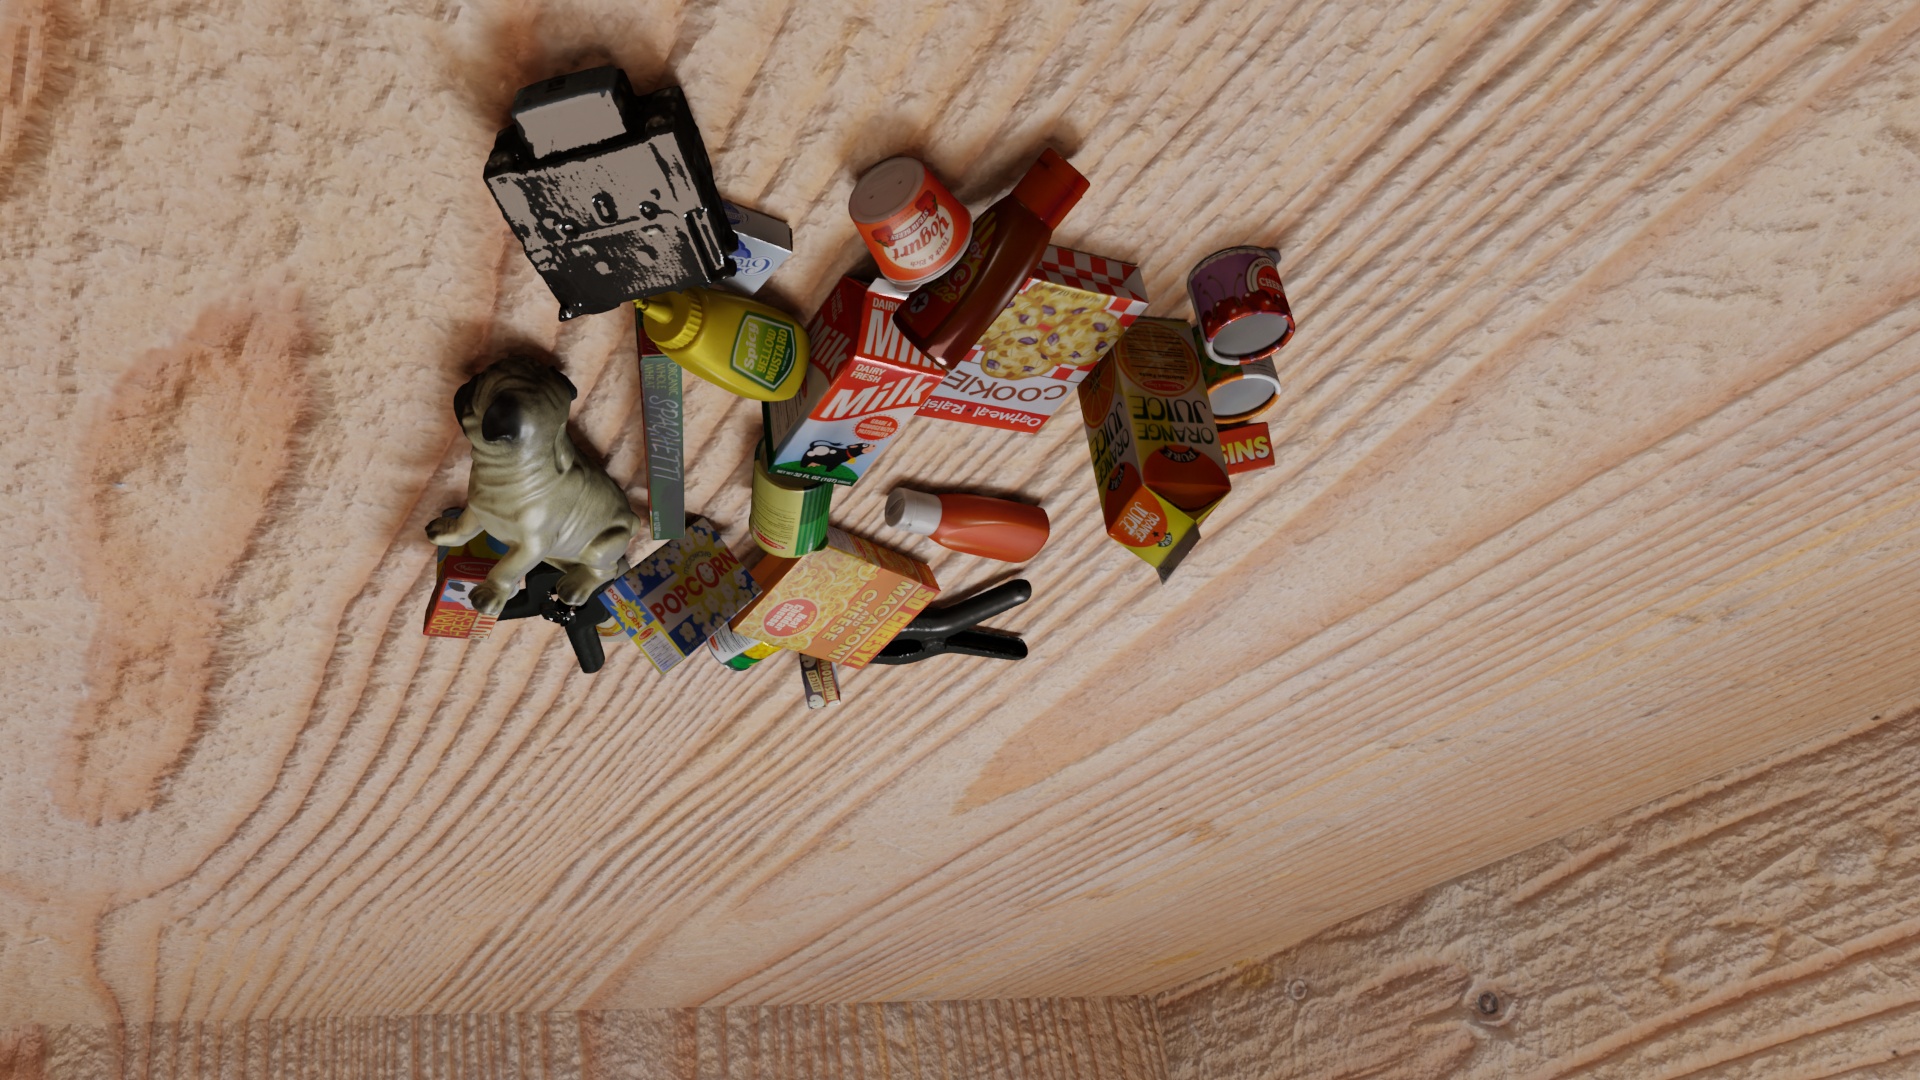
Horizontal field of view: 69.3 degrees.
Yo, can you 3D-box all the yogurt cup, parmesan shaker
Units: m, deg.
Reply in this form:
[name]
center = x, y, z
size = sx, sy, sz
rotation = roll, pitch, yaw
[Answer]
[yogurt cup]
center = -0.034, -0.201, 0.867
size = 0.072, 0.073, 0.053
rotation = -21, 141, 19
[parmesan shaker]
center = -0.133, -0.039, 1.122
size = 0.071, 0.071, 0.102
rotation = -2, 150, -13

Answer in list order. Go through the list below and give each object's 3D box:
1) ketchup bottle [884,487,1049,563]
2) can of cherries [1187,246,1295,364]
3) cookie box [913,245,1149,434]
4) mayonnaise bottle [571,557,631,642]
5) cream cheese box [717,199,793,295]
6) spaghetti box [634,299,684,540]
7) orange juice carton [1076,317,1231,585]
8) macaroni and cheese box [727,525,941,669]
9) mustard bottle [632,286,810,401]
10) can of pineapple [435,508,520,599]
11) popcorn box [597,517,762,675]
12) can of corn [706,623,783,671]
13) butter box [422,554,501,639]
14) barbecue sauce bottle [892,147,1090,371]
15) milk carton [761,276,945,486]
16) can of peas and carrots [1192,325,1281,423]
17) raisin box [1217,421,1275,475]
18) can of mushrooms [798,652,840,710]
[ketchup bottle]
center = 0.004, -0.015, 1.233
size = 0.149, 0.044, 0.064
rotation = 11, 144, -33
[can of cherries]
center = 0.204, -0.169, 1.001
size = 0.071, 0.058, 0.071
rotation = -7, 151, -4
[cookie box]
center = 0.039, -0.146, 1.013
size = 0.123, 0.040, 0.166
rotation = 7, 146, -27
[mayonnaise bottle]
center = -0.320, 0.042, 1.238
size = 0.065, 0.041, 0.147
rotation = 0, 150, -7
[cream cheese box]
center = -0.164, -0.193, 0.881
size = 0.104, 0.024, 0.053
rotation = 13, 145, -35
[spaghetti box]
center = -0.223, -0.082, 1.036
size = 0.029, 0.050, 0.248
rotation = -5, 151, -13
[orange juice carton]
center = 0.143, -0.067, 1.026
size = 0.073, 0.193, 0.071
rotation = 2, 150, -18
[macaroni and cheese box]
center = -0.118, 0.051, 1.288
size = 0.123, 0.040, 0.166
rotation = -45, 140, 20
[mustard bottle]
center = -0.161, -0.135, 0.914
size = 0.049, 0.065, 0.160
rotation = 15, -179, 30
[can of pineapple]
center = -0.399, 0.013, 1.145
size = 0.071, 0.058, 0.070
rotation = -7, 151, -4
[popcorn box]
center = -0.232, 0.044, 1.161
size = 0.038, 0.085, 0.127
rotation = -35, -174, 33
[can of corn]
center = -0.199, 0.083, 1.327
size = 0.058, 0.071, 0.071
rotation = -30, 145, 31
[butter box]
center = -0.396, 0.047, 1.118
size = 0.053, 0.024, 0.103
rotation = 7, 148, -29
[barbecue sauce bottle]
center = 0.021, -0.180, 0.884
size = 0.043, 0.065, 0.148
rotation = 33, 104, -38
[milk carton]
center = -0.071, -0.121, 0.988
size = 0.072, 0.074, 0.189
rotation = 8, 146, -29
[can of peas and carrots]
center = 0.207, -0.130, 1.073
size = 0.071, 0.059, 0.070
rotation = -7, 151, -4
[raisin box]
center = 0.207, -0.071, 1.145
size = 0.086, 0.040, 0.123
rotation = -12, -178, 6
[can of mushrooms]
center = -0.146, 0.141, 1.444
size = 0.033, 0.071, 0.070
rotation = -9, 151, -2
